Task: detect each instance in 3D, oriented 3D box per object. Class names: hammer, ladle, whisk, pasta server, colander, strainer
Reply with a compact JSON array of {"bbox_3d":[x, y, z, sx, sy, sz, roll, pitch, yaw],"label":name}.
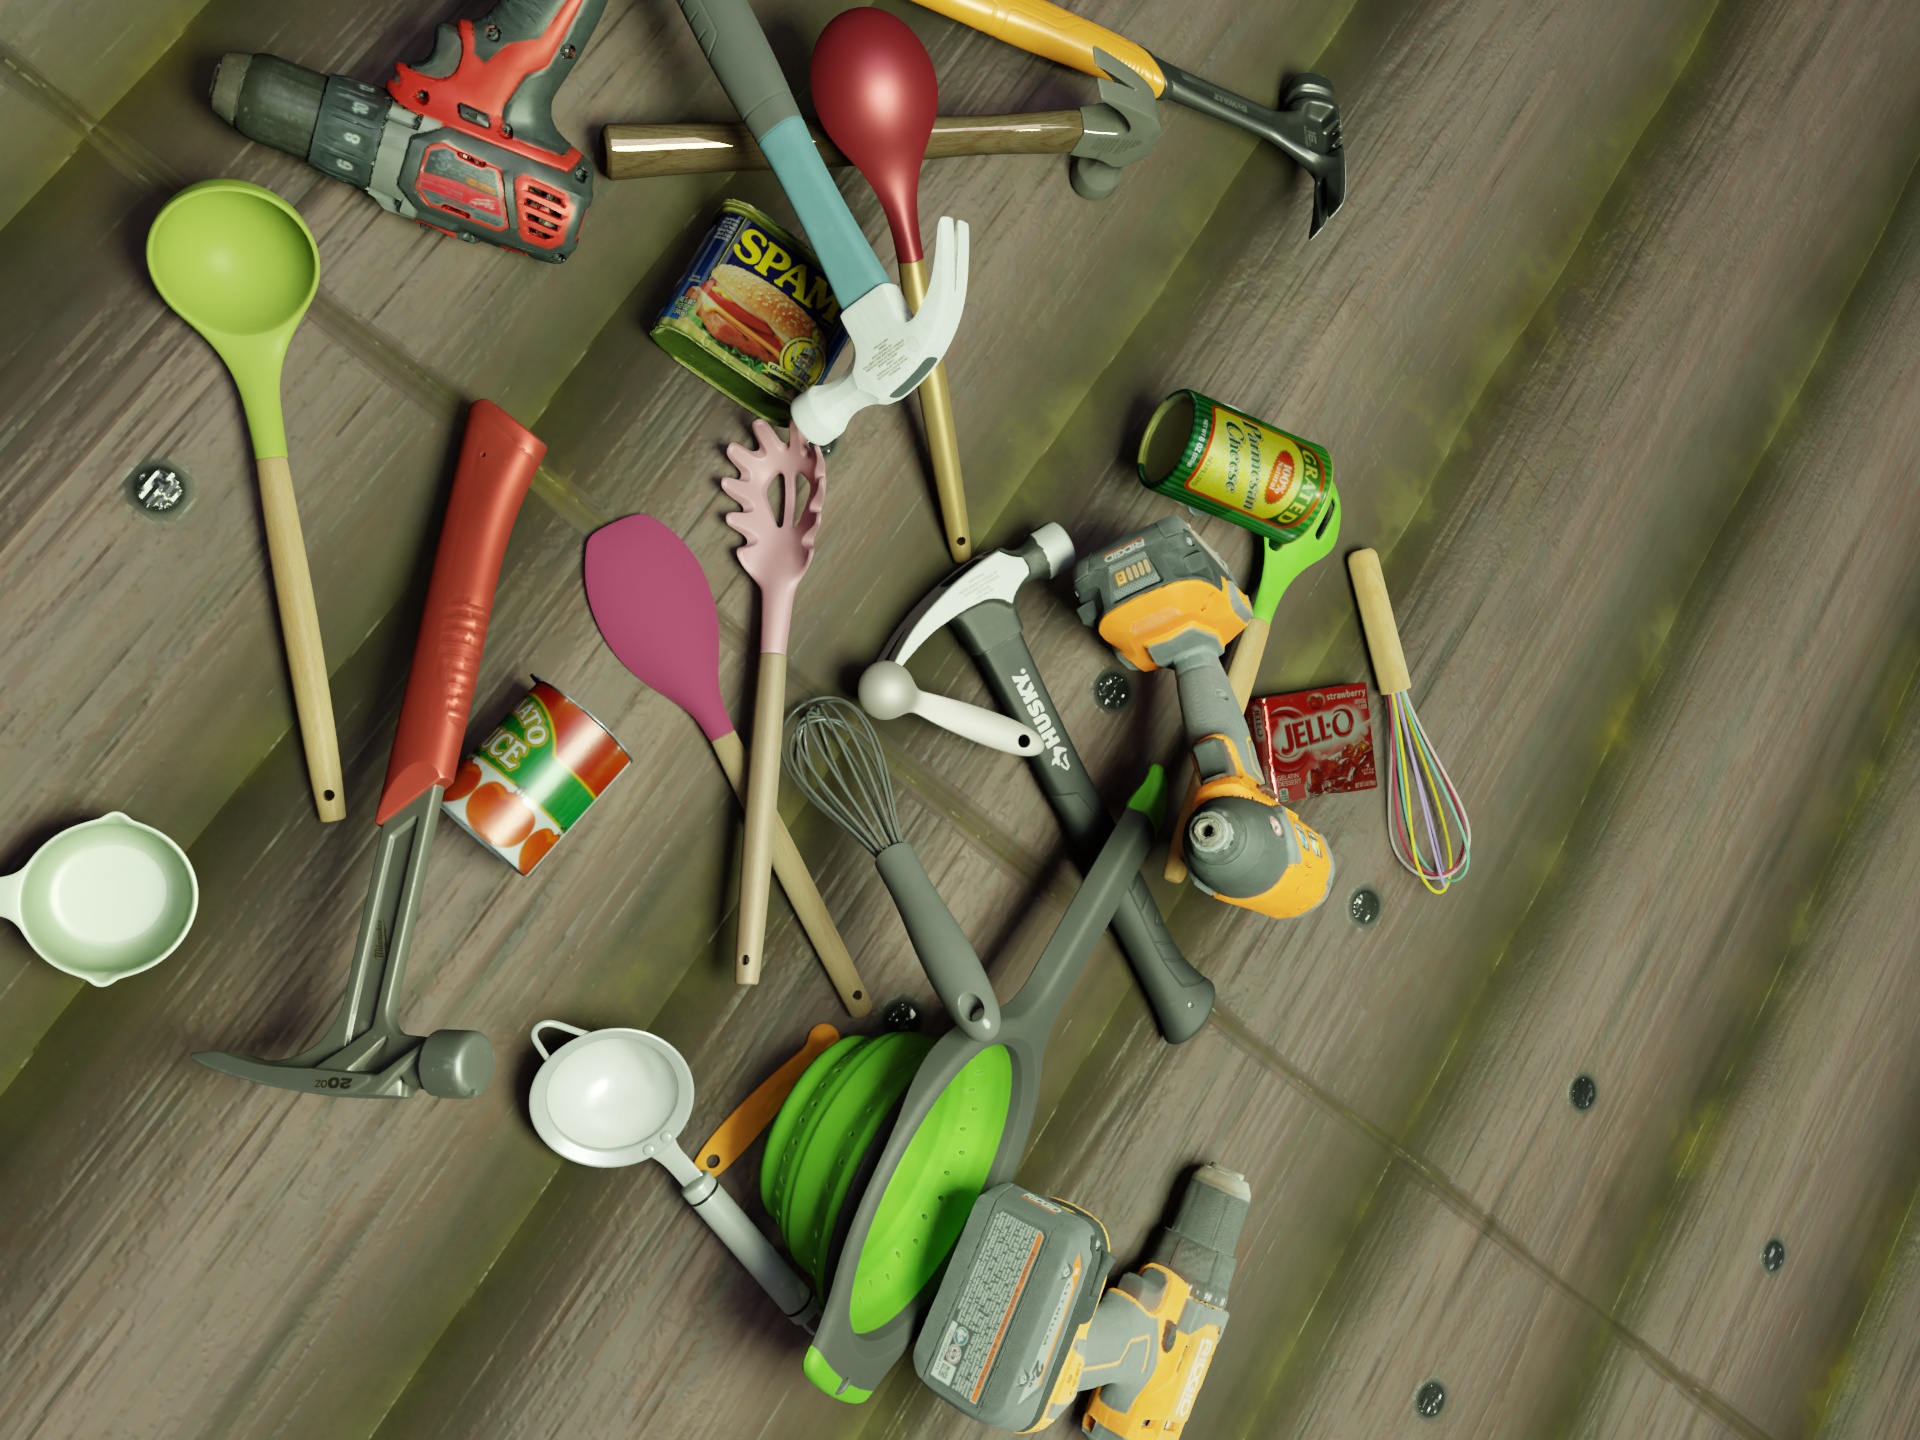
[{"bbox_3d":[0.070,0.057,0.989,0.146,0.035,0.334,-31,103,-18],"label":"hammer"},{"bbox_3d":[-0.274,0.006,0.799,0.149,0.036,0.359,0,71,17],"label":"hammer"},{"bbox_3d":[-0.342,-0.106,0.796,0.078,0.062,0.320,-9,95,-17],"label":"ladle"},{"bbox_3d":[-0.025,-0.236,0.906,0.069,0.031,0.315,-16,117,-9],"label":"ladle"},{"bbox_3d":[-0.102,-0.320,0.836,0.331,0.128,0.033,62,25,2],"label":"hammer"},{"bbox_3d":[0.098,-0.410,1.001,0.336,0.034,0.127,14,59,-21],"label":"hammer"},{"bbox_3d":[0.305,0.001,1.099,0.047,0.051,0.245,-15,92,-19],"label":"whisk"},{"bbox_3d":[-0.110,-0.012,0.894,0.060,0.040,0.316,2,82,12],"label":"pasta server"},{"bbox_3d":[-0.004,0.178,0.909,0.397,0.094,0.204,-58,153,-22],"label":"colander"},{"bbox_3d":[-0.039,0.076,0.865,0.055,0.055,0.239,-14,52,-24],"label":"whisk"},{"bbox_3d":[-0.150,0.252,0.879,0.087,0.050,0.258,-35,106,2],"label":"strainer"},{"bbox_3d":[-0.040,-0.337,0.920,0.331,0.130,0.031,-9,83,-16],"label":"hammer"}]

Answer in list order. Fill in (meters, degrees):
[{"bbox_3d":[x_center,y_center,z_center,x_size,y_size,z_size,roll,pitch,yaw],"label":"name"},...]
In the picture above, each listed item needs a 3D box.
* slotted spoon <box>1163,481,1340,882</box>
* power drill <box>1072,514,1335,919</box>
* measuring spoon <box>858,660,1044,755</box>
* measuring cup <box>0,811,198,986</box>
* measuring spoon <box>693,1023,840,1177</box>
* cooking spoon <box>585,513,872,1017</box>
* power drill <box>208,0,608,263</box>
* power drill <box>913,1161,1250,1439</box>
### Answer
[{"bbox_3d":[0.188,-0.040,1.033,0.070,0.031,0.314,28,72,-20],"label":"slotted spoon"},{"bbox_3d":[0.141,0.001,0.923,0.164,0.084,0.227,25,45,-62],"label":"power drill"},{"bbox_3d":[-0.001,-0.003,0.928,0.124,0.018,0.034,20,84,-23],"label":"measuring spoon"},{"bbox_3d":[-0.451,0.082,0.751,0.167,0.038,0.083,4,87,-23],"label":"measuring cup"},{"bbox_3d":[-0.111,0.221,0.917,0.117,0.011,0.021,-46,106,-18],"label":"measuring spoon"},{"bbox_3d":[-0.125,0.031,0.912,0.069,0.017,0.319,-30,100,-23],"label":"cooking spoon"},{"bbox_3d":[-0.254,-0.361,0.793,0.187,0.080,0.226,16,112,-23],"label":"power drill"},{"bbox_3d":[0.090,0.337,0.941,0.226,0.084,0.185,35,74,-45],"label":"power drill"}]
